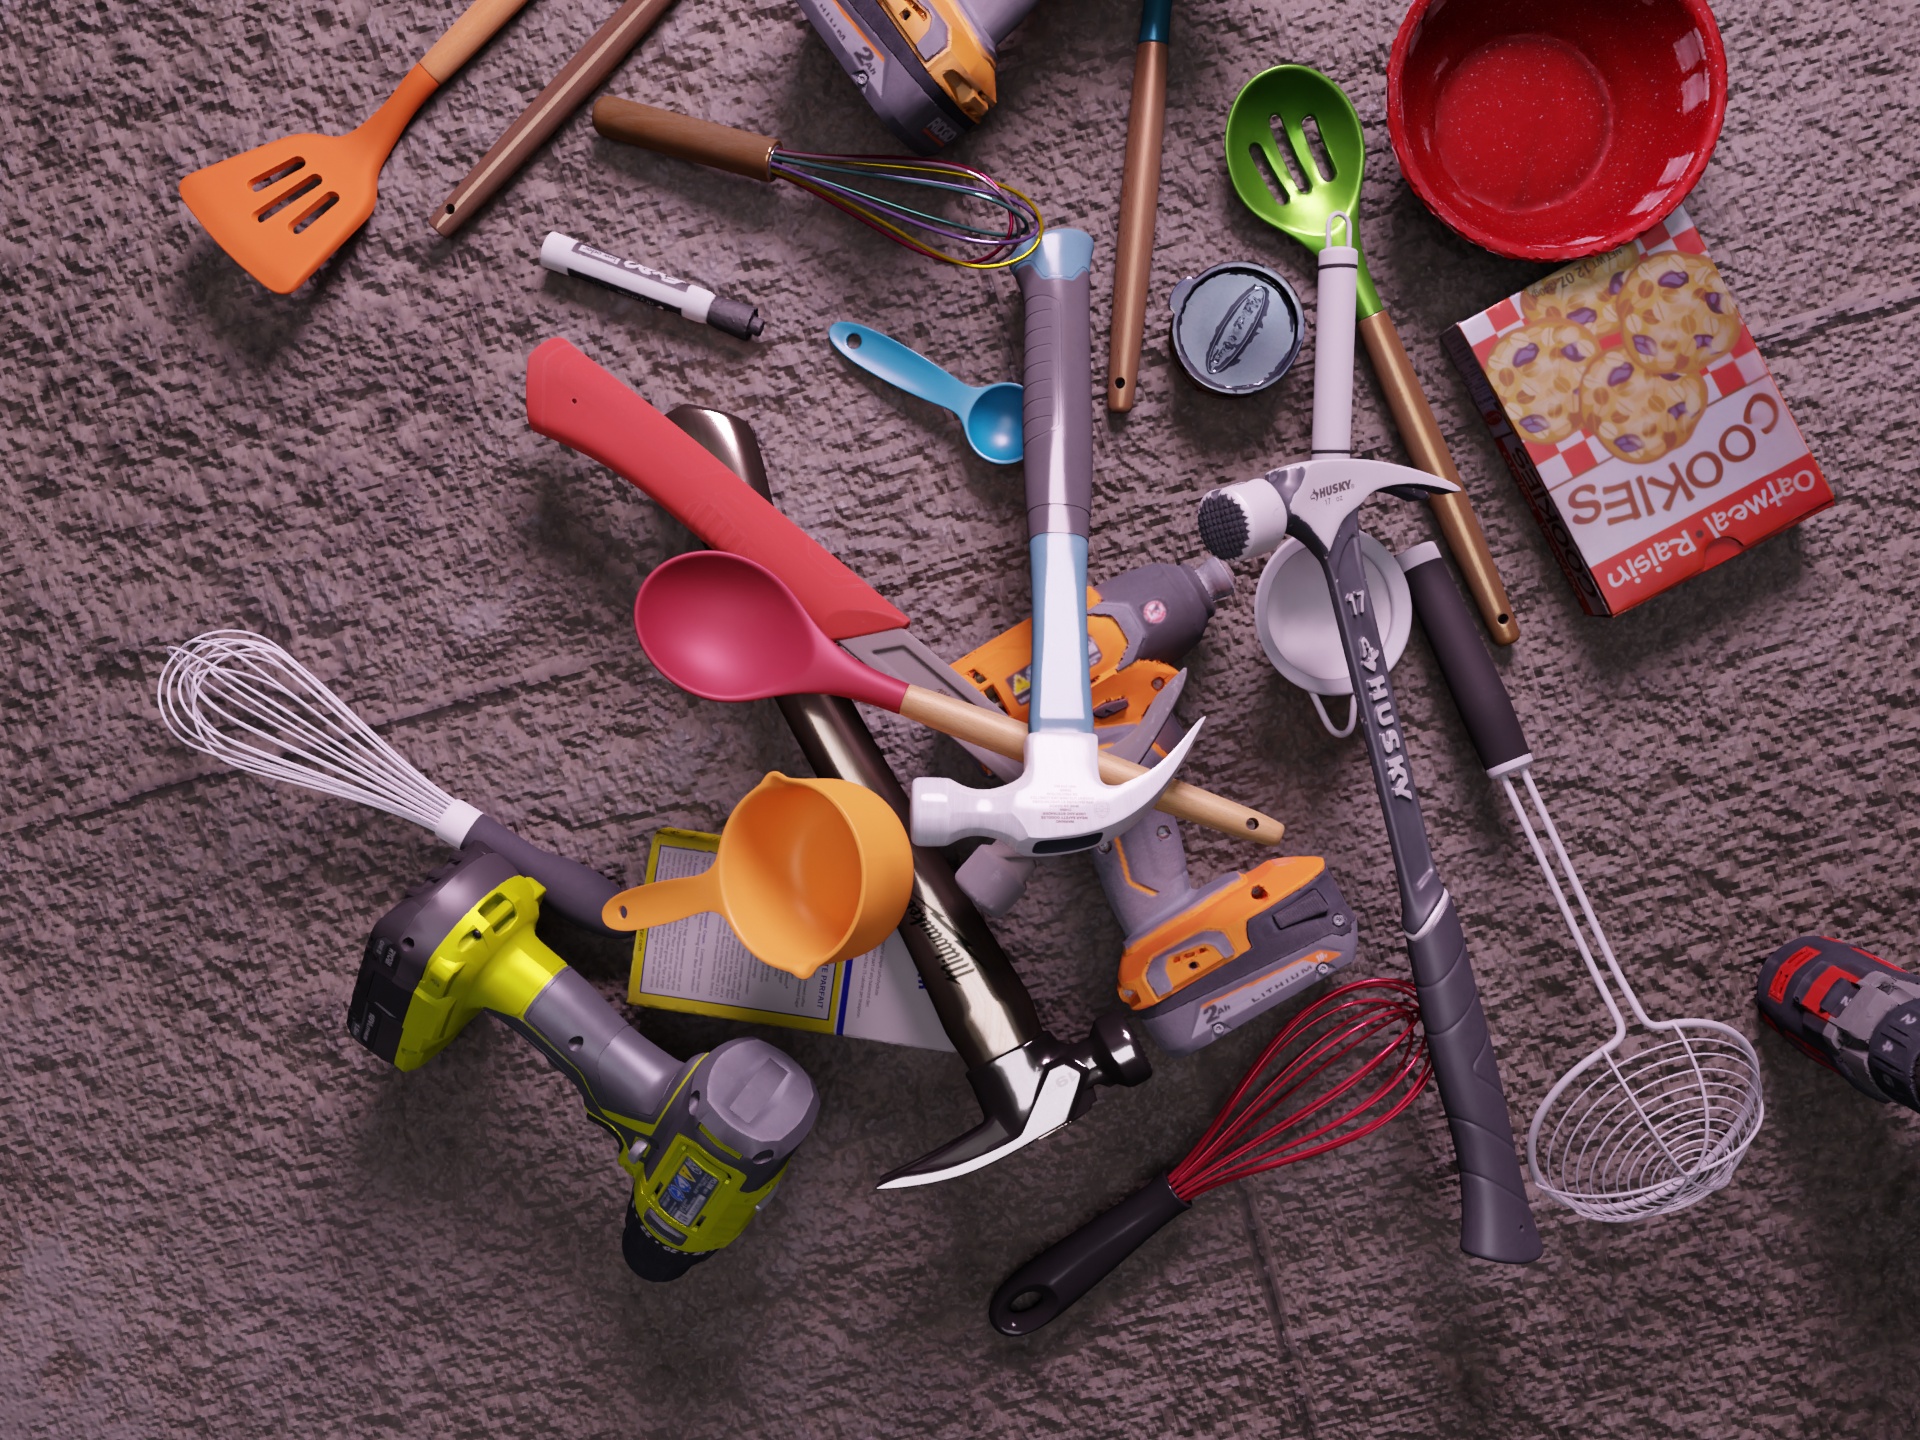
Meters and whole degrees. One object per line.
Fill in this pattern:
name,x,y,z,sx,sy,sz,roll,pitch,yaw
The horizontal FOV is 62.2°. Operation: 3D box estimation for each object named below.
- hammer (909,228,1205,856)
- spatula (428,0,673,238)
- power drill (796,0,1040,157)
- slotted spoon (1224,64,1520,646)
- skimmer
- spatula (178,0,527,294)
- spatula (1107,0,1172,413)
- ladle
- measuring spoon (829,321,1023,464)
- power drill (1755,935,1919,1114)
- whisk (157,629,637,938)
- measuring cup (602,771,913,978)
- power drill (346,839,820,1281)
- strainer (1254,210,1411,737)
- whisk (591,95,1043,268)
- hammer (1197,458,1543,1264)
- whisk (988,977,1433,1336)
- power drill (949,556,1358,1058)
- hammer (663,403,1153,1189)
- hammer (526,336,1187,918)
hammer,0.045,-0.095,0.748,0.128,0.033,0.331,3,66,-3
spatula,-0.165,-0.370,0.823,0.060,0.018,0.316,44,94,3
power drill,0.018,-0.410,0.760,0.226,0.084,0.185,-36,86,17
slotted spoon,0.218,-0.181,0.812,0.070,0.031,0.314,-25,94,5
skimmer,0.300,0.083,0.824,0.127,0.090,0.363,-22,82,-1
spatula,-0.259,-0.353,0.819,0.322,0.041,0.081,-43,90,4
spatula,0.091,-0.316,0.800,0.082,0.044,0.317,6,96,17
ladle,-0.001,-0.002,0.736,0.315,0.031,0.069,20,85,5
measuring spoon,-0.012,-0.174,0.833,0.128,0.021,0.042,31,96,10
power drill,0.505,0.195,0.745,0.226,0.188,0.080,35,96,-4
whisk,-0.293,0.038,0.841,0.284,0.070,0.070,31,95,-4
measuring cup,-0.098,0.079,0.766,0.173,0.052,0.095,-16,81,35
power drill,-0.195,0.185,0.811,0.228,0.080,0.190,37,132,4
strainer,0.186,-0.123,0.799,0.087,0.050,0.258,-1,97,-14
whisk,-0.075,-0.275,0.804,0.245,0.051,0.047,18,99,9
hammer,0.222,0.072,0.768,0.149,0.036,0.409,-20,98,-33
whisk,0.129,0.234,0.832,0.296,0.073,0.073,-40,91,11
power drill,0.108,0.035,0.807,0.164,0.084,0.226,-31,88,4
hammer,-0.063,0.028,0.804,0.146,0.038,0.411,-28,83,-1
hammer,-0.067,-0.074,0.778,0.359,0.036,0.149,40,91,7
